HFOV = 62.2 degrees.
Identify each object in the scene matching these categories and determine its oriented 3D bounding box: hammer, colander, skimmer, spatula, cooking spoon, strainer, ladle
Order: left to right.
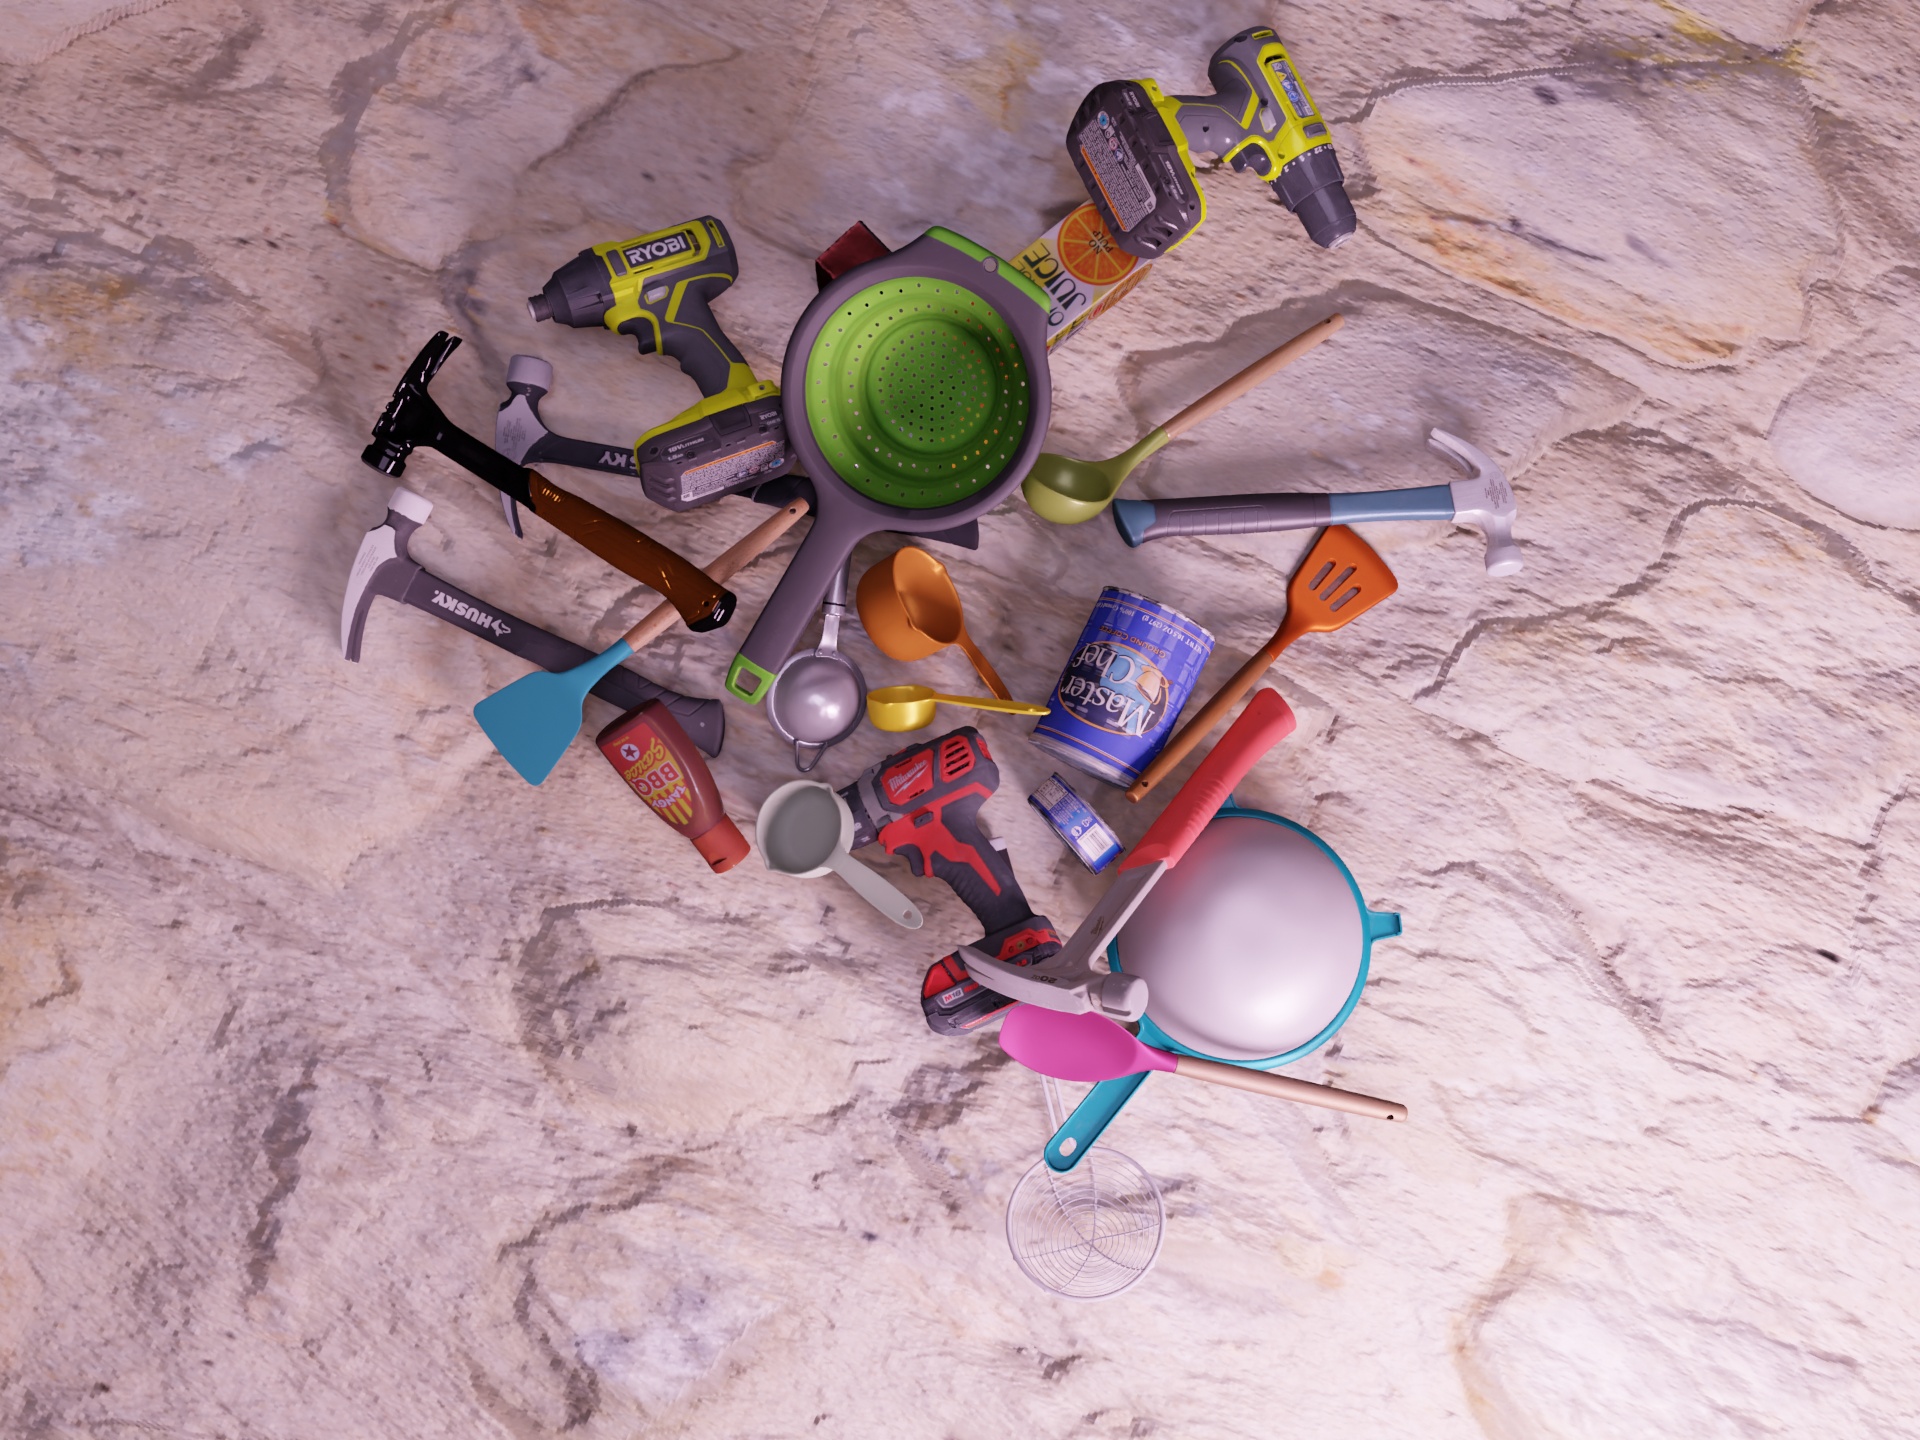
[{"bbox_3d":[-0.345,-0.054,1.304,0.335,0.035,0.146,26,85,-1],"label":"hammer"},{"bbox_3d":[-0.317,-0.178,1.267,0.337,0.034,0.127,33,95,10],"label":"hammer"},{"bbox_3d":[-0.248,-0.077,1.282,0.317,0.044,0.082,-40,89,-9],"label":"spatula"},{"bbox_3d":[-0.184,-0.193,1.319,0.409,0.036,0.149,10,87,-2],"label":"hammer"},{"bbox_3d":[-0.105,-0.083,1.294,0.086,0.050,0.258,6,93,-24],"label":"strainer"},{"bbox_3d":[-0.070,-0.187,1.243,0.204,0.094,0.397,32,108,-2],"label":"colander"},{"bbox_3d":[0.068,0.272,1.274,0.127,0.090,0.363,-14,87,1],"label":"skimmer"},{"bbox_3d":[0.152,0.088,1.220,0.359,0.149,0.036,-46,131,-37],"label":"hammer"},{"bbox_3d":[0.190,-0.262,1.329,0.320,0.062,0.078,-34,53,-7],"label":"ladle"},{"bbox_3d":[0.178,0.211,1.225,0.211,0.095,0.340,39,80,12],"label":"strainer"},{"bbox_3d":[0.184,0.262,1.189,0.319,0.017,0.068,14,117,-7],"label":"cooking spoon"},{"bbox_3d":[0.238,-0.041,1.294,0.081,0.041,0.323,46,63,2],"label":"spatula"},{"bbox_3d":[0.293,-0.174,1.327,0.331,0.033,0.128,-3,71,1],"label":"hammer"}]

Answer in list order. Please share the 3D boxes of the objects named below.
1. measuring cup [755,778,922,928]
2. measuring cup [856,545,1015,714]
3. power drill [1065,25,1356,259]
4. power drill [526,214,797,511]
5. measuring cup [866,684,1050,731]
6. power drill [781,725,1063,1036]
[{"bbox_3d":[-0.087,0.111,1.237,0.168,0.038,0.083,36,91,23],"label":"measuring cup"},{"bbox_3d":[-0.020,-0.061,1.308,0.052,0.095,0.173,-24,117,30],"label":"measuring cup"},{"bbox_3d":[0.216,-0.456,1.297,0.228,0.080,0.190,-26,88,-32],"label":"power drill"},{"bbox_3d":[-0.234,-0.288,1.275,0.171,0.080,0.223,-22,73,-15],"label":"power drill"},{"bbox_3d":[-0.002,-0.004,1.285,0.156,0.062,0.029,6,108,21],"label":"measuring cup"},{"bbox_3d":[-0.029,0.135,1.268,0.188,0.080,0.227,-26,73,6],"label":"power drill"}]
